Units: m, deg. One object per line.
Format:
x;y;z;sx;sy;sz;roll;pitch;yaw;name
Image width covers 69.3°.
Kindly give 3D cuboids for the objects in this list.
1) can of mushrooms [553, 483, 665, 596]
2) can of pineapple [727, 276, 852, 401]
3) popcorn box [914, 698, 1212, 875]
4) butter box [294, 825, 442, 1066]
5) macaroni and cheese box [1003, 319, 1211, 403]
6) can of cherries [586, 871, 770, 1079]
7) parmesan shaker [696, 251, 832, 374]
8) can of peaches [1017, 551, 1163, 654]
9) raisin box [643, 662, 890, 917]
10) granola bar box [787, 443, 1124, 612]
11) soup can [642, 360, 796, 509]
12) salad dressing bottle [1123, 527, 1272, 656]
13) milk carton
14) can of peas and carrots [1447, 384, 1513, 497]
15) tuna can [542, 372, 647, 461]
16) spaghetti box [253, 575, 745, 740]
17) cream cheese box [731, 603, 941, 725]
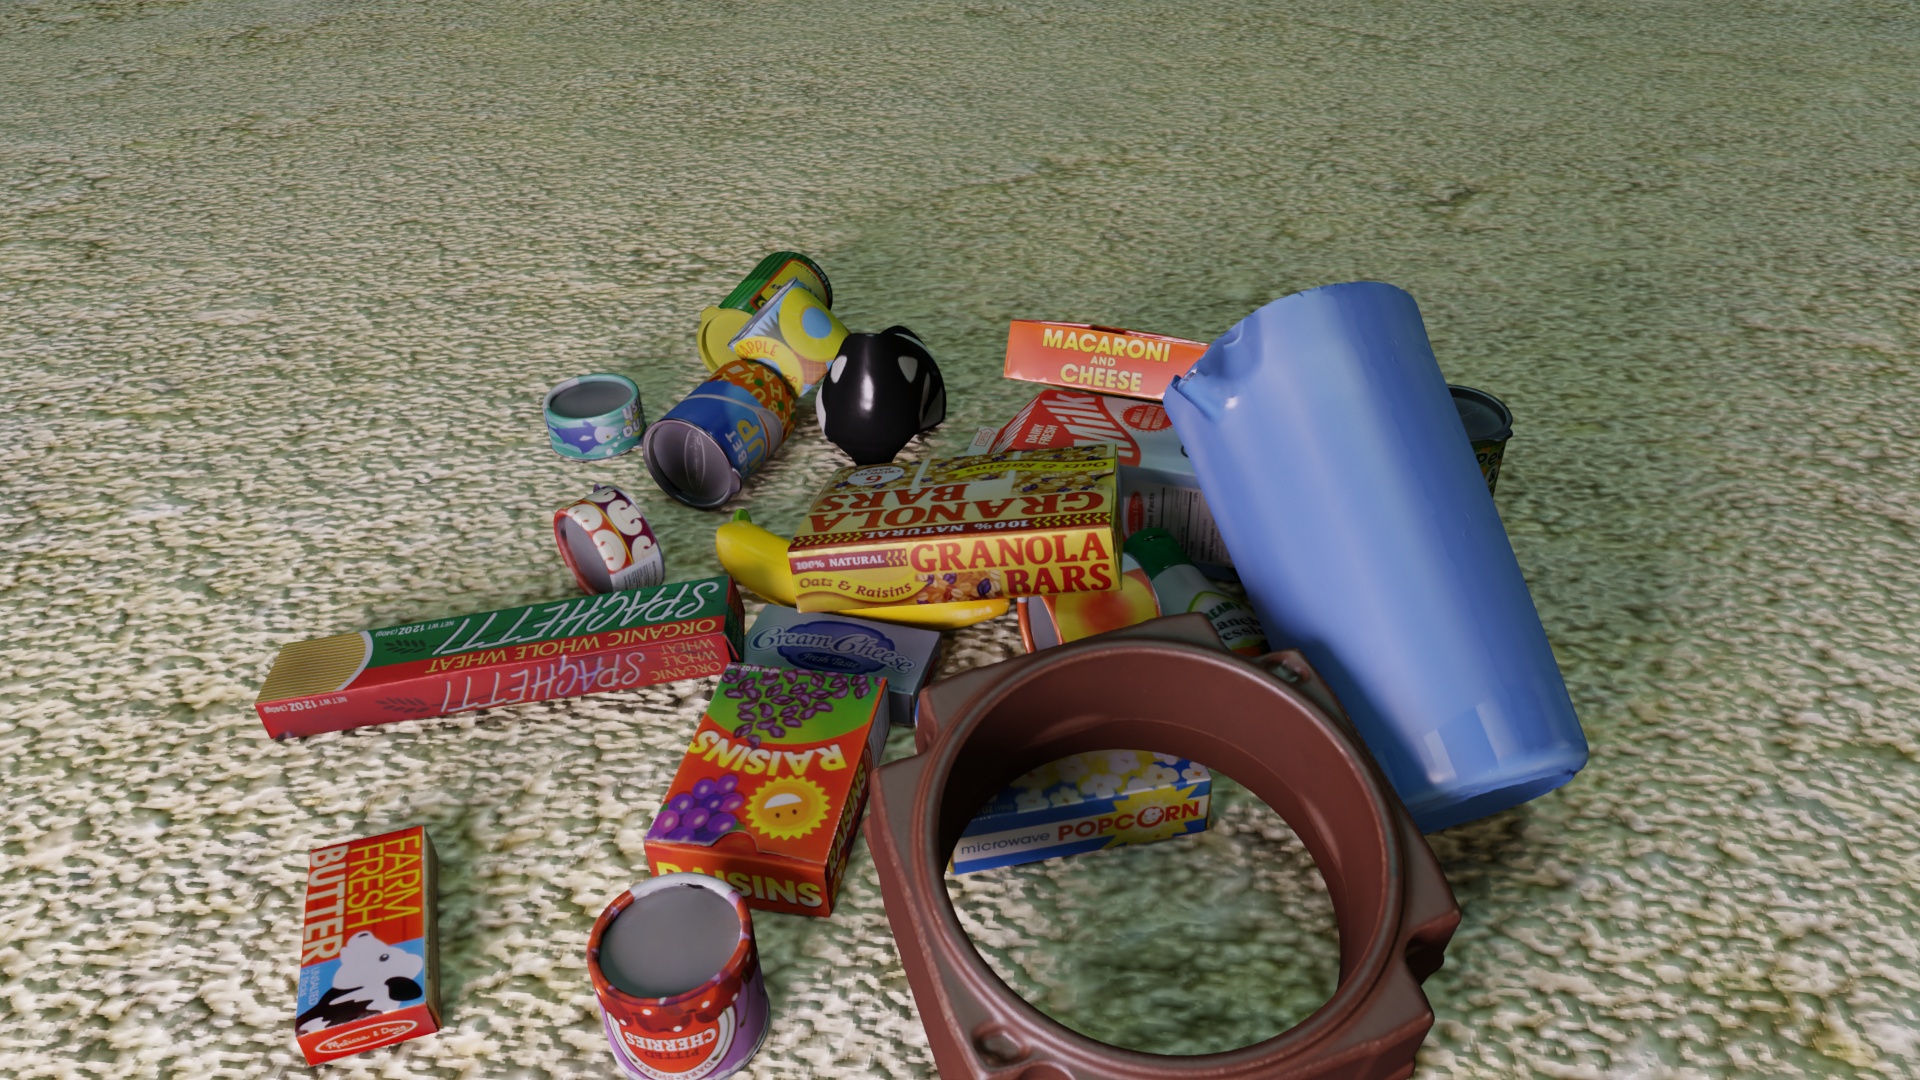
-0.203;0.003;0.797;0.033;0.070;0.071;-32;45;-32;can of mushrooms
-0.114;-0.133;0.933;0.071;0.058;0.071;-42;15;14;can of pineapple
0.047;0.107;0.668;0.127;0.038;0.085;-8;37;-8;popcorn box
-0.256;0.173;0.604;0.053;0.024;0.104;-12;38;-14;butter box
0.109;-0.112;0.897;0.124;0.040;0.167;10;6;16;macaroni and cheese box
-0.113;0.179;0.560;0.071;0.058;0.072;-1;36;1;can of cherries
-0.143;-0.165;1.020;0.071;0.071;0.103;9;38;14;parmesan shaker
0.068;0.047;0.729;0.058;0.071;0.071;-14;38;-16;can of peaches
-0.088;0.115;0.663;0.086;0.039;0.124;6;38;9;raisin box
0.003;-0.009;0.741;0.165;0.039;0.125;-5;22;9;granola bar box
-0.151;-0.068;0.894;0.071;0.071;0.084;13;39;20;soup can
0.130;0.047;0.742;0.064;0.043;0.148;-11;37;-17;salad dressing bottle
0.093;-0.037;0.834;0.190;0.073;0.073;9;37;16;milk carton
0.304;-0.055;0.861;0.071;0.058;0.071;-1;37;1;can of peas and carrots
-0.247;-0.085;0.948;0.071;0.032;0.071;-2;36;1;tuna can
-0.238;0.061;0.731;0.250;0.028;0.050;-9;37;1;spaghetti box
-0.066;0.065;0.743;0.104;0.024;0.054;8;36;14;cream cheese box
